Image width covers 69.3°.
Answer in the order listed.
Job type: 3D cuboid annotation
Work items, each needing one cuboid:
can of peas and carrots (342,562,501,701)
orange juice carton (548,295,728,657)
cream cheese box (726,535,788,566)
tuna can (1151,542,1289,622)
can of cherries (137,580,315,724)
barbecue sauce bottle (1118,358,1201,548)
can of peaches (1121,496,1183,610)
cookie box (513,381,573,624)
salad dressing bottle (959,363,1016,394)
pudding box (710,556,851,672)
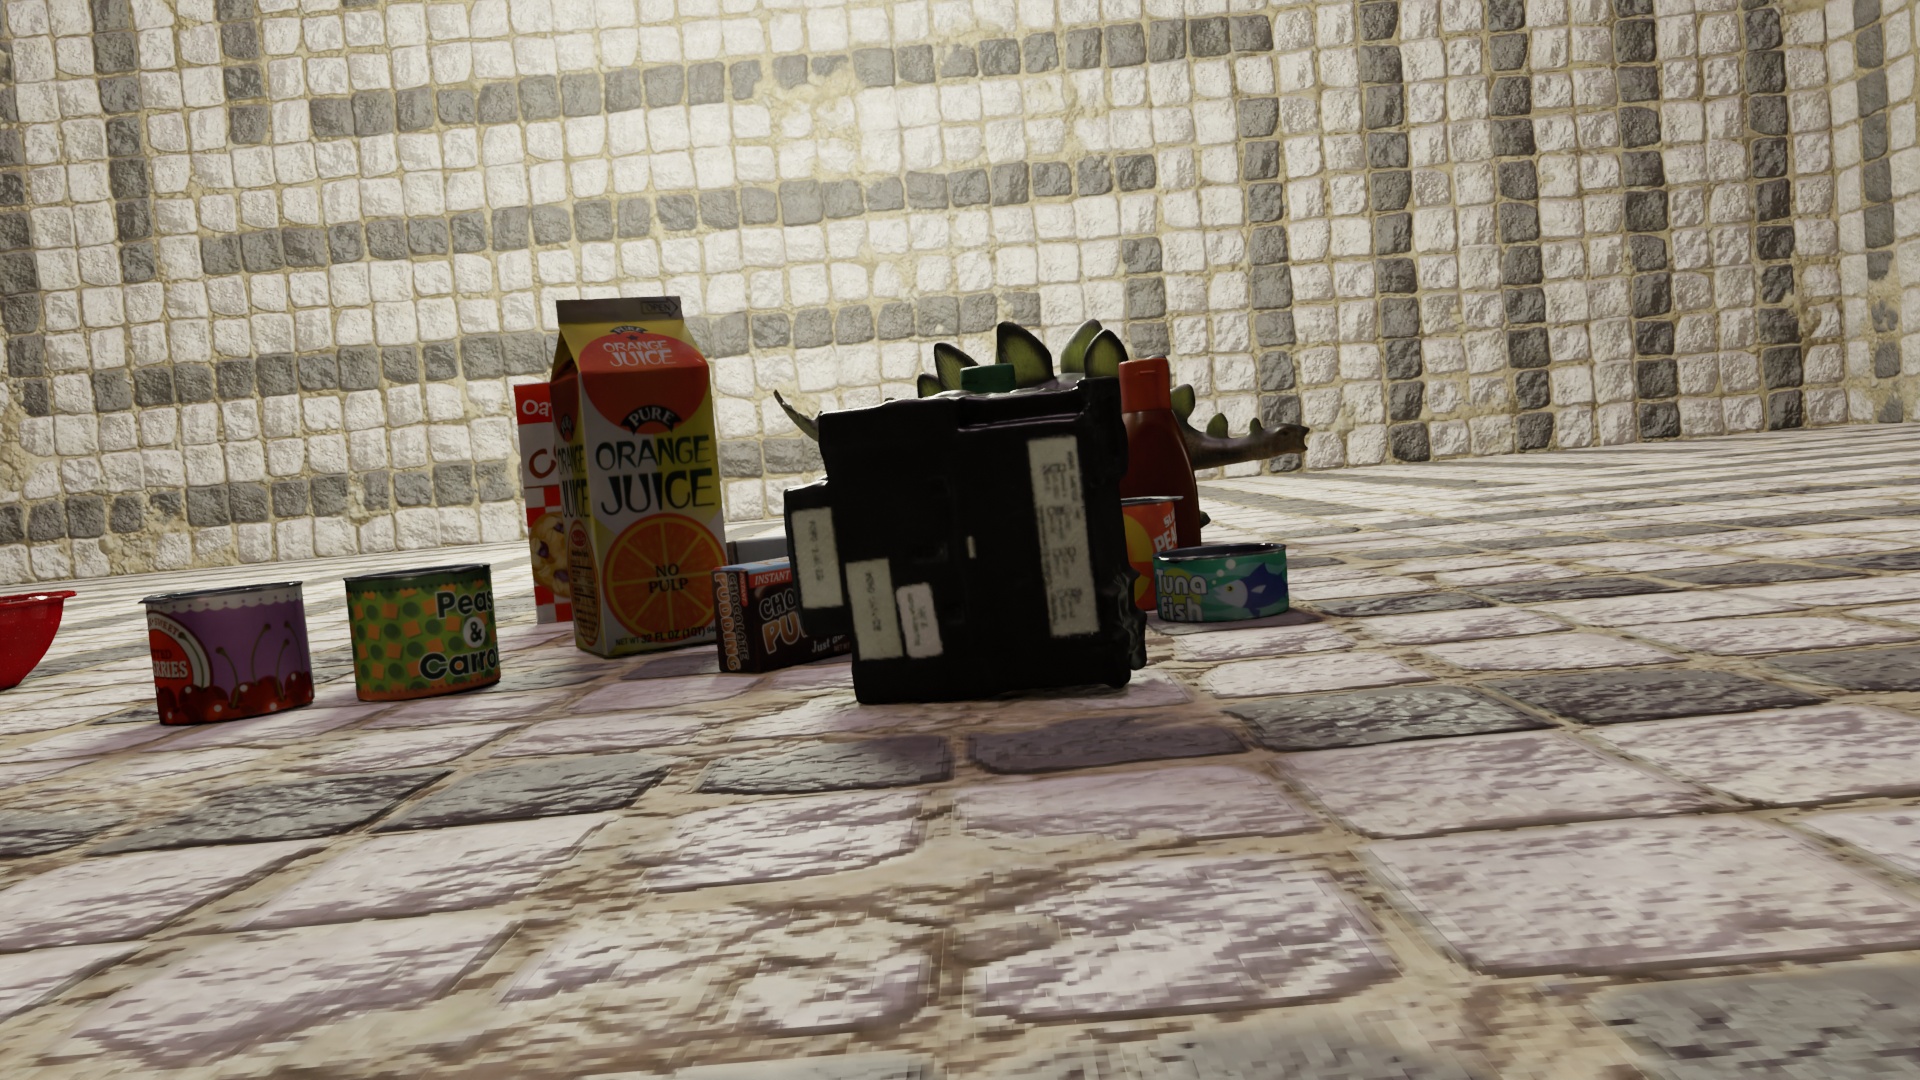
[{"bbox_3d":[-0.254,0.042,0.664,0.071,0.058,0.071,-5,3,0],"label":"can of peas and carrots"},{"bbox_3d":[-0.177,-0.037,0.760,0.072,0.192,0.073,-7,3,-29],"label":"orange juice carton"},{"bbox_3d":[-0.084,0.021,0.819,0.104,0.053,0.024,-6,3,-22],"label":"cream cheese box"},{"bbox_3d":[0.127,0.020,0.688,0.071,0.033,0.071,-5,3,0],"label":"tuna can"},{"bbox_3d":[-0.340,0.051,0.643,0.071,0.058,0.071,-5,3,0],"label":"can of cherries"},{"bbox_3d":[0.141,-0.059,1.024,0.065,0.148,0.044,-5,3,1],"label":"barbecue sauce bottle"},{"bbox_3d":[0.088,0.007,0.755,0.071,0.058,0.071,-5,3,0],"label":"can of peaches"},{"bbox_3d":[-0.238,-0.032,0.971,0.123,0.167,0.040,-5,3,-2],"label":"cookie box"},{"bbox_3d":[0.024,-0.042,0.918,0.044,0.147,0.064,-7,4,-39],"label":"salad dressing bottle"},{"bbox_3d":[-0.077,0.032,0.659,0.030,0.049,0.084,-3,4,40],"label":"pudding box"}]
